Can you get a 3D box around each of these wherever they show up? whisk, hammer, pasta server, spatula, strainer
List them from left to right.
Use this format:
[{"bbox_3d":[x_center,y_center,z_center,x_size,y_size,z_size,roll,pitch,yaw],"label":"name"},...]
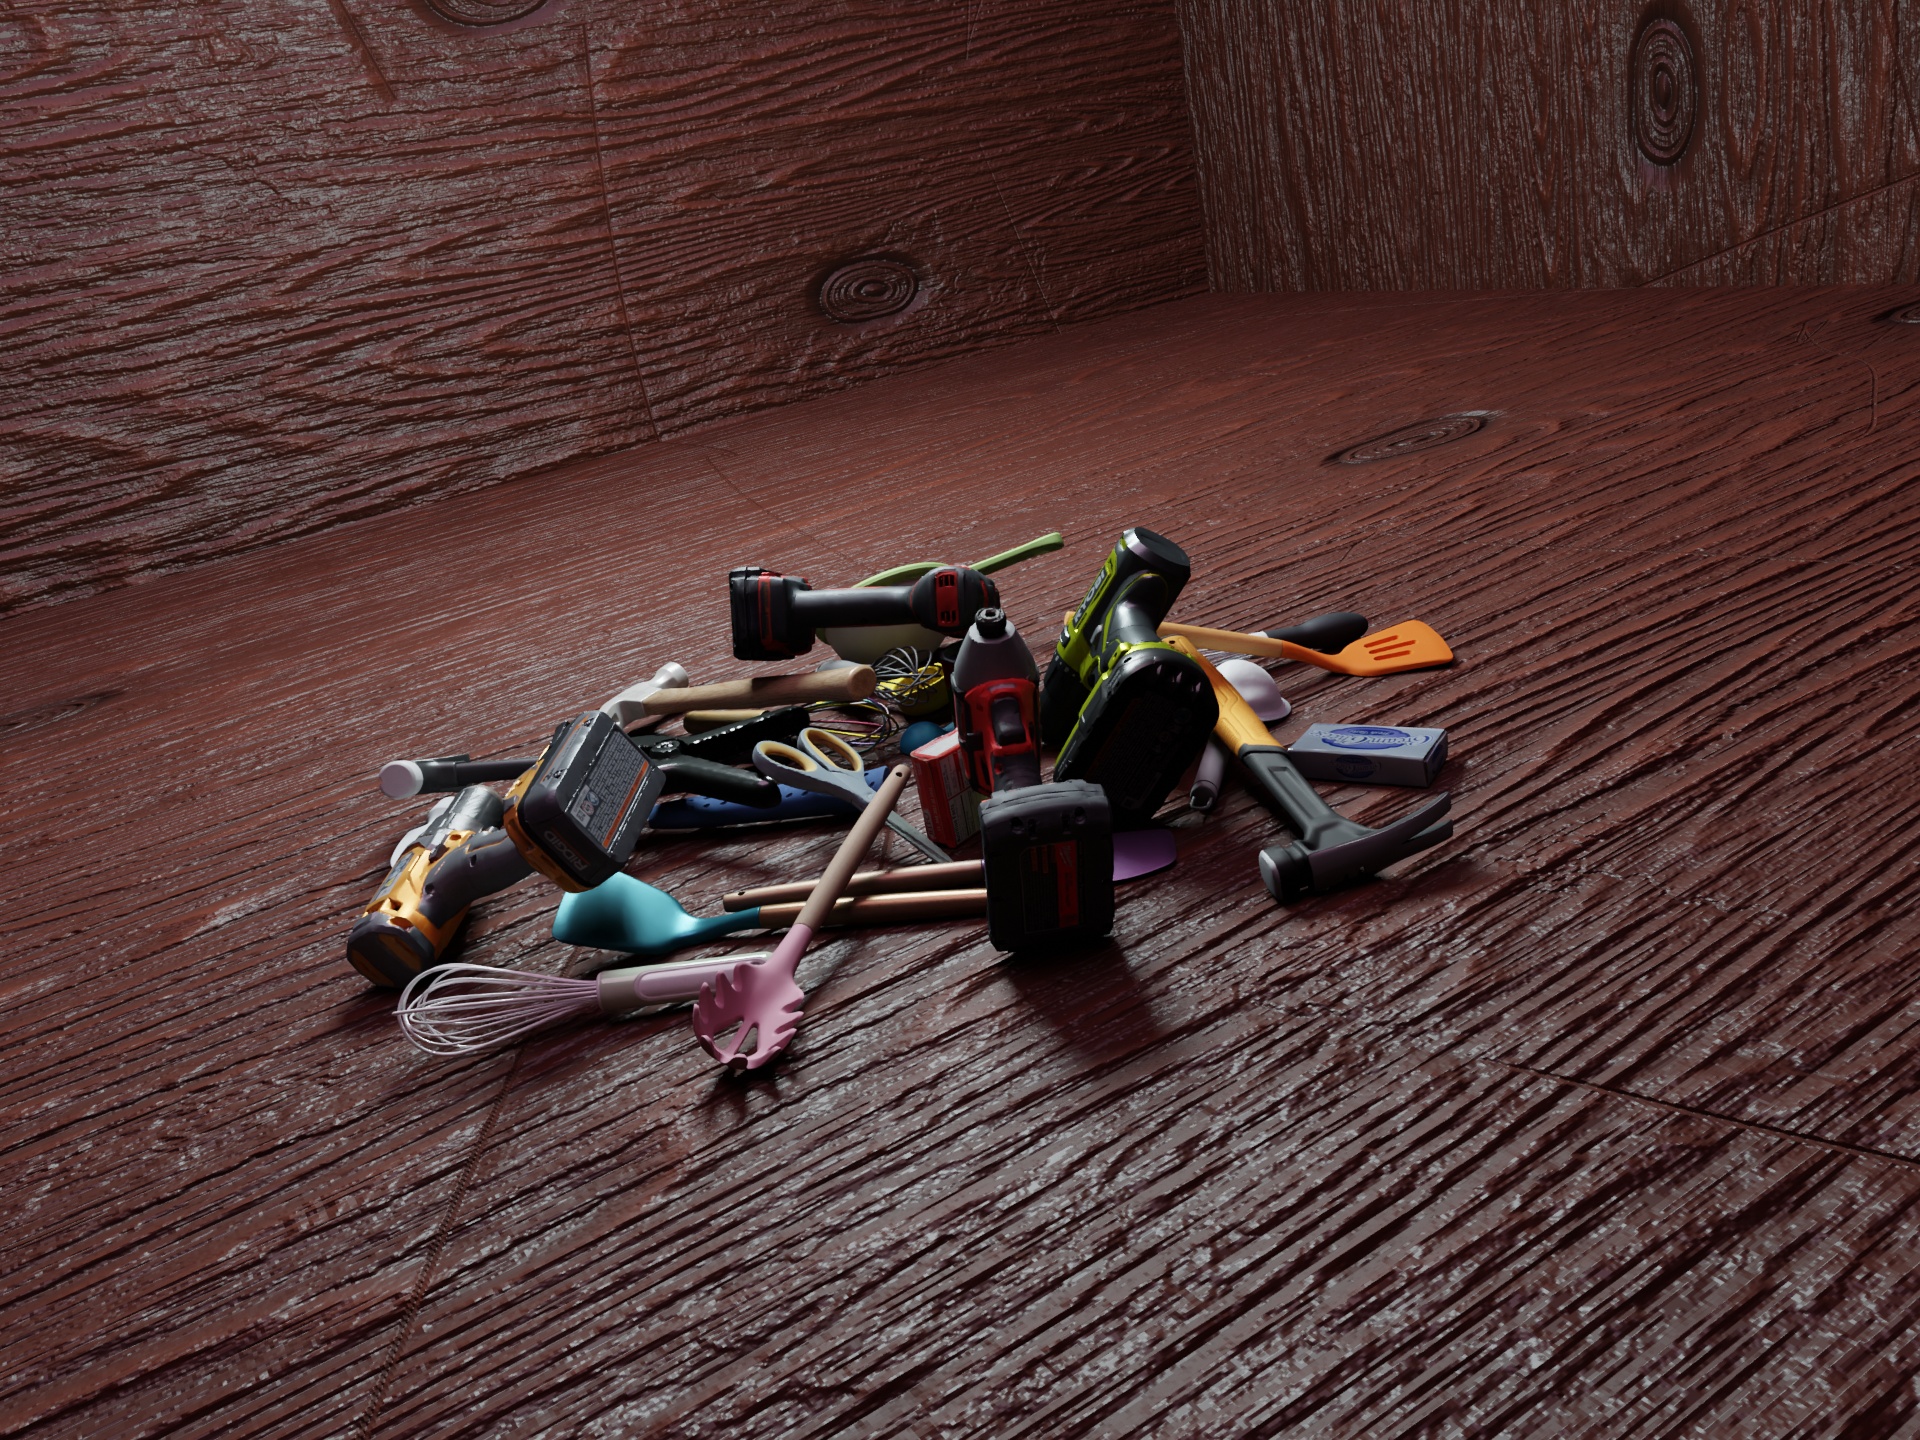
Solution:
[{"bbox_3d":[-0.234,0.171,1.002,0.246,0.058,0.059,-7,-10,-1],"label":"whisk"},{"bbox_3d":[-0.313,0.036,1.376,0.335,0.035,0.146,-5,0,0],"label":"hammer"},{"bbox_3d":[-0.255,0.082,1.260,0.405,0.035,0.144,-7,20,9],"label":"hammer"},{"bbox_3d":[-0.203,-0.022,1.415,0.331,0.031,0.130,-4,25,42],"label":"hammer"},{"bbox_3d":[-0.155,0.004,1.419,0.245,0.051,0.047,-1,-5,36],"label":"whisk"},{"bbox_3d":[-0.111,0.123,1.067,0.317,0.044,0.082,-6,32,10],"label":"spatula"},{"bbox_3d":[-0.089,0.115,1.024,0.060,0.040,0.316,26,38,4],"label":"pasta server"},{"bbox_3d":[-0.080,-0.041,1.417,0.055,0.055,0.239,-20,11,-24],"label":"whisk"},{"bbox_3d":[-0.010,0.107,1.094,0.316,0.018,0.060,-8,27,6],"label":"spatula"},{"bbox_3d":[-0.012,-0.107,1.536,0.256,0.069,0.151,-22,-16,1],"label":"strainer"},{"bbox_3d":[0.225,-0.059,1.367,0.284,0.070,0.070,-12,20,-16],"label":"whisk"},{"bbox_3d":[0.206,0.005,1.229,0.087,0.050,0.258,10,29,13],"label":"strainer"},{"bbox_3d":[0.245,-0.071,1.324,0.322,0.041,0.081,7,27,-10],"label":"spatula"},{"bbox_3d":[0.215,0.013,1.135,0.127,0.034,0.337,-19,29,-6],"label":"hammer"}]

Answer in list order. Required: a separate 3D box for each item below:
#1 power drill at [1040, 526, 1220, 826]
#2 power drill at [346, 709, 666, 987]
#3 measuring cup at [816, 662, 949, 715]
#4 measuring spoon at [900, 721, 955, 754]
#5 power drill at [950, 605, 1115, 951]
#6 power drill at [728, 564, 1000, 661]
[{"bbox_3d":[0.113,-0.022,1.196,0.080,0.190,0.229,24,26,-13],"label":"power drill"},{"bbox_3d":[-0.316,0.078,1.122,0.226,0.084,0.185,-29,25,25],"label":"power drill"},{"bbox_3d":[-0.070,-0.019,1.461,0.156,0.029,0.062,-10,23,38],"label":"measuring cup"},{"bbox_3d":[-0.002,-0.004,1.377,0.128,0.021,0.042,-29,27,-37],"label":"measuring spoon"},{"bbox_3d":[0.038,0.032,1.034,0.078,0.143,0.220,-9,37,-5],"label":"power drill"},{"bbox_3d":[-0.074,-0.098,1.407,0.226,0.080,0.188,-3,1,10],"label":"power drill"}]
